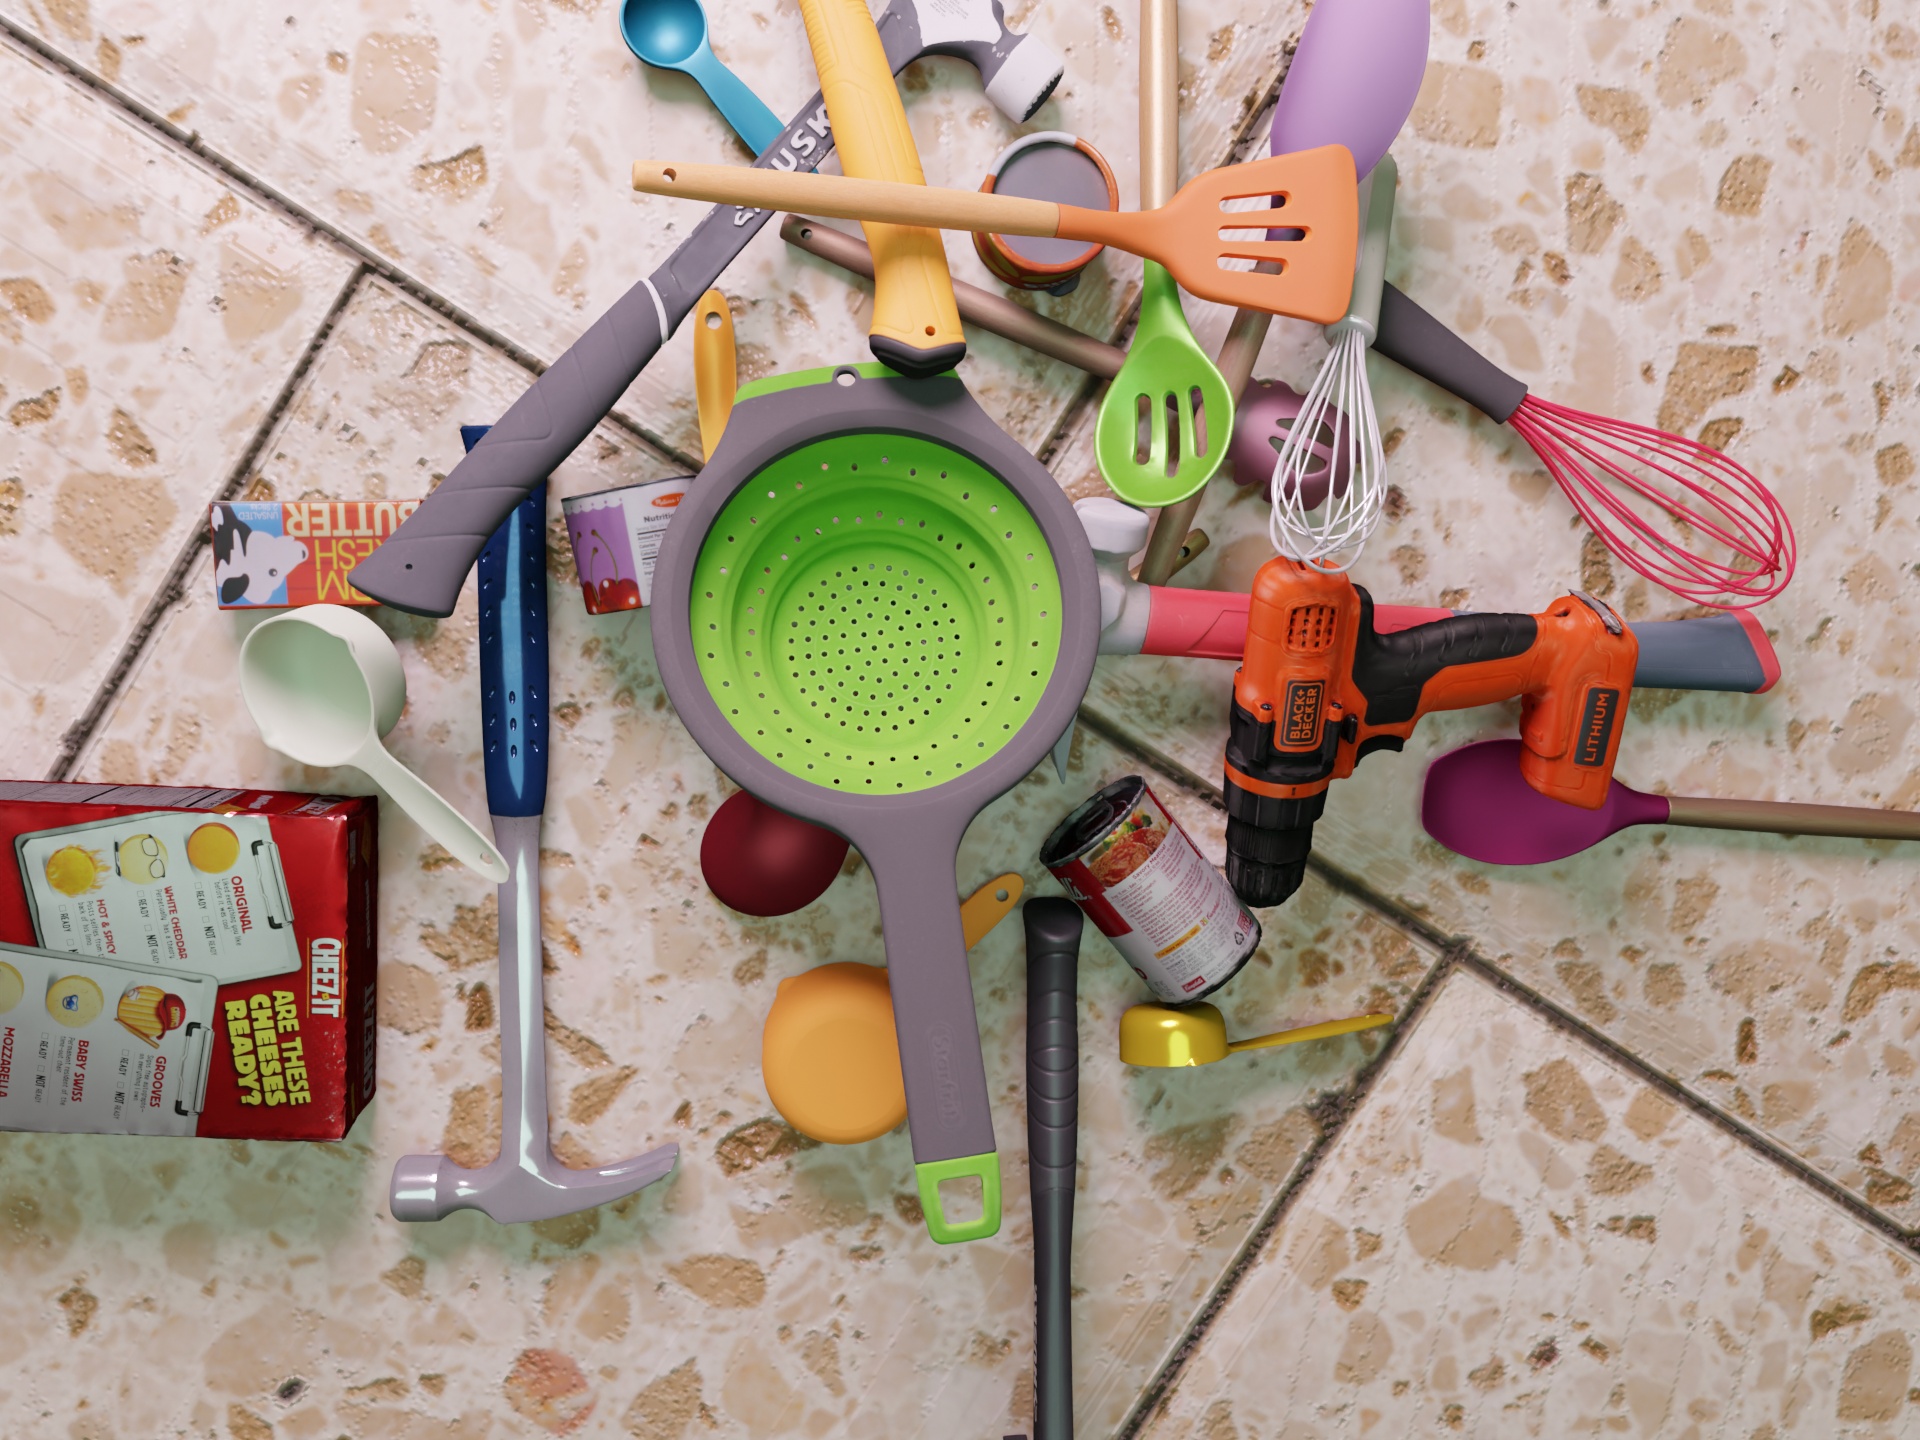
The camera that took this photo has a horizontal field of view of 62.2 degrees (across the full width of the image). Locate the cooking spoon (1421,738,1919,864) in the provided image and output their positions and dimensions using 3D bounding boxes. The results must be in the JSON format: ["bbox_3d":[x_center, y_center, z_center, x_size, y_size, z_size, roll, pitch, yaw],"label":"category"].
[{"bbox_3d":[0.404,0.050,0.859,0.319,0.017,0.068,4,98,-5],"label":"cooking spoon"}]

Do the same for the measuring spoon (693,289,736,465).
[{"bbox_3d":[-0.121,-0.155,0.795,0.021,0.011,0.117,-2,94,-5],"label":"measuring spoon"}]

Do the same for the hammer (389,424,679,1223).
[{"bbox_3d":[-0.217,0.058,0.802,0.144,0.035,0.405,0,98,-4],"label":"hammer"}]

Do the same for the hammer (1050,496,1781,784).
[{"bbox_3d":[0.233,-0.026,0.813,0.386,0.038,0.143,4,116,-11],"label":"hammer"}]

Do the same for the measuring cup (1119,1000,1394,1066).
[{"bbox_3d":[0.158,0.158,0.844,0.156,0.062,0.029,-6,88,-14],"label":"measuring cup"}]

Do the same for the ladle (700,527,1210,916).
[{"bbox_3d":[-0.001,-0.003,0.817,0.315,0.031,0.069,-36,97,-1],"label":"ladle"}]

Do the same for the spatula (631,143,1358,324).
[{"bbox_3d":[0.021,-0.224,0.695,0.322,0.041,0.081,0,95,-17],"label":"spatula"}]

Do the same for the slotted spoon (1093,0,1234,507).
[{"bbox_3d":[0.098,-0.256,0.766,0.070,0.031,0.314,-2,86,26],"label":"slotted spoon"}]

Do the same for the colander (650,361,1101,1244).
[{"bbox_3d":[-0.029,0.035,0.747,0.204,0.094,0.397,-7,80,-5],"label":"colander"}]

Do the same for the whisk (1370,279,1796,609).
[{"bbox_3d":[0.297,-0.150,0.807,0.296,0.073,0.073,33,94,-1],"label":"whisk"}]

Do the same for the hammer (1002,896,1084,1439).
[{"bbox_3d":[0.047,0.260,0.822,0.035,0.146,0.335,0,86,-5],"label":"hammer"}]

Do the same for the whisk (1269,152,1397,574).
[{"bbox_3d":[0.181,-0.176,0.748,0.059,0.058,0.246,27,62,-27],"label":"whisk"}]

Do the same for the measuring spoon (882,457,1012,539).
[{"bbox_3d":[-0.014,-0.118,0.808,0.124,0.018,0.034,40,93,-15],"label":"measuring spoon"}]

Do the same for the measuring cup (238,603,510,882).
[{"bbox_3d":[-0.272,0.012,0.770,0.167,0.038,0.083,45,118,-4],"label":"measuring cup"}]

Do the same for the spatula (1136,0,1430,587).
[{"bbox_3d":[0.143,-0.195,0.756,0.060,0.018,0.315,25,109,14],"label":"spatula"}]

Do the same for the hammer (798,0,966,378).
[{"bbox_3d":[-0.049,-0.322,0.721,0.127,0.034,0.337,-15,90,-9],"label":"hammer"}]

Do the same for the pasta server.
[{"bbox_3d":[0.059,-0.185,0.798,0.316,0.040,0.060,22,95,-3],"label":"pasta server"}]

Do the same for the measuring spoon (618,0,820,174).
[{"bbox_3d":[-0.115,-0.302,0.774,0.128,0.021,0.042,46,78,-18],"label":"measuring spoon"}]

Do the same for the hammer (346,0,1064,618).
[{"bbox_3d":[-0.132,-0.208,0.735,0.149,0.036,0.409,41,81,-7],"label":"hammer"}]

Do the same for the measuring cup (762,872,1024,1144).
[{"bbox_3d":[-0.029,0.145,0.819,0.173,0.052,0.095,-44,99,4],"label":"measuring cup"}]
